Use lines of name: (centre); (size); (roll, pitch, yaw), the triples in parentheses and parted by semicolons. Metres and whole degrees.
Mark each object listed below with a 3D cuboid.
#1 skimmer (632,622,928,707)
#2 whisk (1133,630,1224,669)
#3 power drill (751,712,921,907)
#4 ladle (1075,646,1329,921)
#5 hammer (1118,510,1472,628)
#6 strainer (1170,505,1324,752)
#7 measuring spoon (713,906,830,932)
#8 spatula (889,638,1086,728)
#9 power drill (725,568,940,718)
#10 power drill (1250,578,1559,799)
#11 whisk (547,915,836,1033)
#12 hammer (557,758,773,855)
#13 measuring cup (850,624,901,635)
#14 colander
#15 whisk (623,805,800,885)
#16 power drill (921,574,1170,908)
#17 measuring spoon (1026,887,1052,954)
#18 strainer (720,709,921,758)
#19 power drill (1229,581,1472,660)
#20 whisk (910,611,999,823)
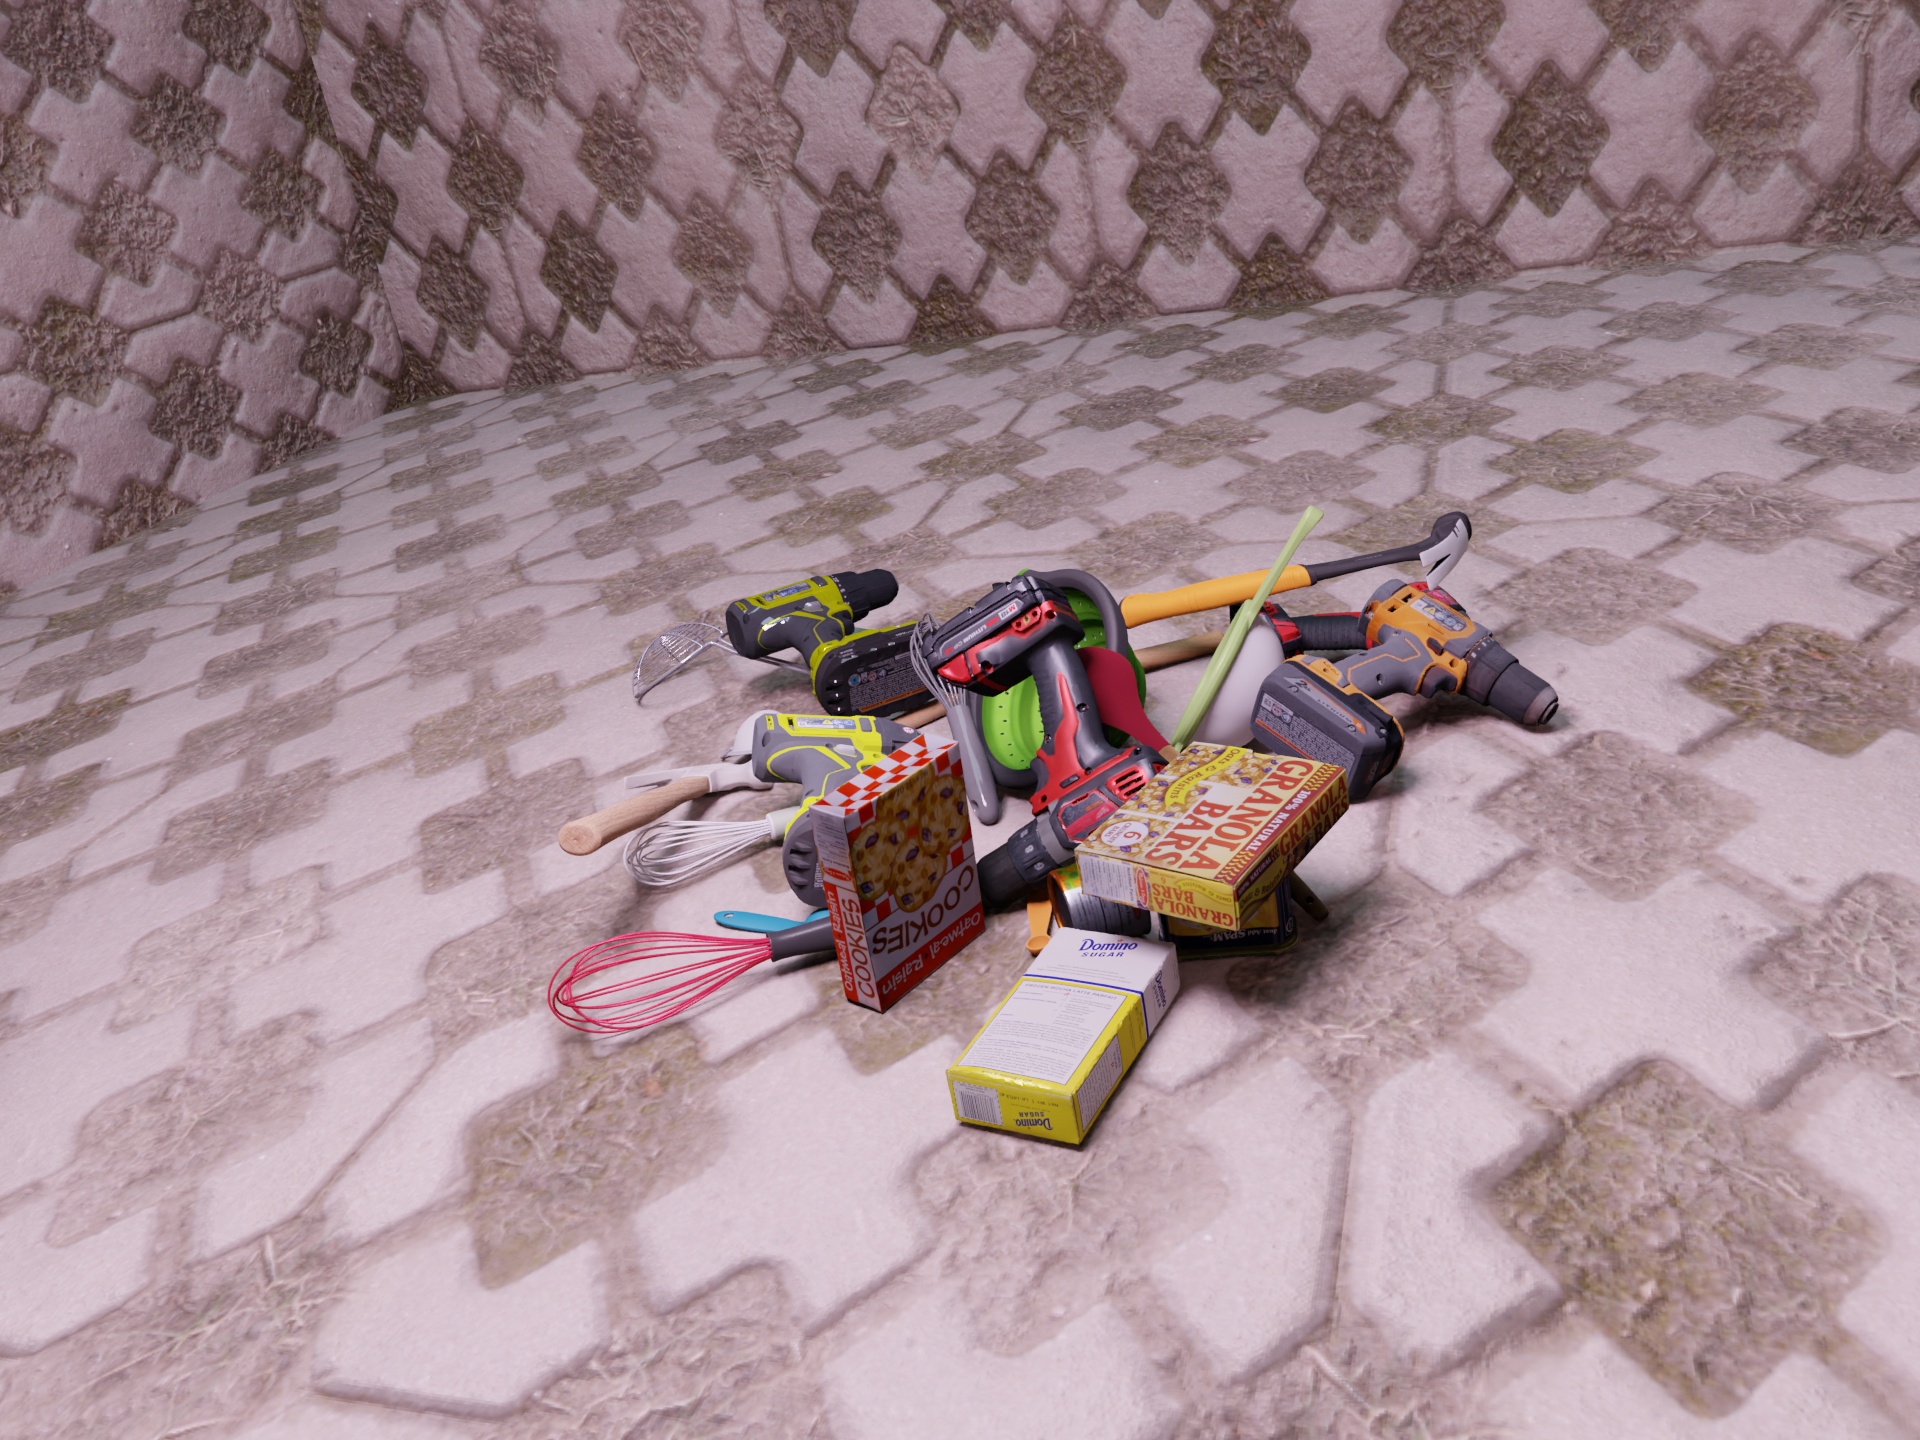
skimmer: (-0.195, -0.037, 1.715); (0.363, 0.090, 0.127); (14, 33, 25)
whisk: (0.154, -0.058, 1.603); (0.245, 0.051, 0.047); (-14, 19, -14)
power drill: (-0.082, 0.065, 1.344); (0.171, 0.080, 0.223); (2, 27, -13)
ladle: (0.174, 0.043, 1.239); (0.069, 0.031, 0.316); (-38, 59, -6)
hammer: (0.295, -0.127, 1.475); (0.337, 0.034, 0.127); (-10, 18, 34)
strainer: (0.269, -0.067, 1.386); (0.069, 0.256, 0.151); (29, 32, 4)
measuring spoon: (-0.146, 0.158, 1.279); (0.129, 0.021, 0.042); (4, 28, 25)
spatula: (0.006, -0.037, 1.614); (0.317, 0.044, 0.082); (-26, 34, -27)
power drill: (-0.113, -0.089, 1.636); (0.190, 0.080, 0.229); (-20, 33, -24)
power drill: (0.381, -0.020, 1.351); (0.226, 0.084, 0.185); (-32, 56, -32)
whisk: (-0.164, 0.177, 1.207); (0.295, 0.073, 0.073); (-12, 24, -15)
hammer: (-0.270, 0.073, 1.383); (0.130, 0.031, 0.331); (-7, 5, 10)
measuring cup: (-0.097, -0.080, 1.757); (0.168, 0.038, 0.083); (11, 32, 43)
colander: (0.126, 0.022, 1.378); (0.094, 0.204, 0.398); (21, 26, -35)
whisk: (-0.175, 0.095, 1.403); (0.246, 0.057, 0.059); (-14, 59, -17)
power drill: (0.052, 0.022, 1.254); (0.188, 0.227, 0.080); (-33, -22, 19)
measuring spoon: (0.062, 0.151, 1.230); (0.021, 0.011, 0.117); (-12, 21, 9)
strainer: (-0.132, 0.015, 1.528); (0.258, 0.050, 0.087); (1, 13, 32)
power drill: (0.375, -0.075, 1.512); (0.219, 0.078, 0.143); (-8, 25, 0)
whisk: (-0.003, -0.004, 1.446); (0.055, 0.055, 0.239); (-13, 54, -5)
